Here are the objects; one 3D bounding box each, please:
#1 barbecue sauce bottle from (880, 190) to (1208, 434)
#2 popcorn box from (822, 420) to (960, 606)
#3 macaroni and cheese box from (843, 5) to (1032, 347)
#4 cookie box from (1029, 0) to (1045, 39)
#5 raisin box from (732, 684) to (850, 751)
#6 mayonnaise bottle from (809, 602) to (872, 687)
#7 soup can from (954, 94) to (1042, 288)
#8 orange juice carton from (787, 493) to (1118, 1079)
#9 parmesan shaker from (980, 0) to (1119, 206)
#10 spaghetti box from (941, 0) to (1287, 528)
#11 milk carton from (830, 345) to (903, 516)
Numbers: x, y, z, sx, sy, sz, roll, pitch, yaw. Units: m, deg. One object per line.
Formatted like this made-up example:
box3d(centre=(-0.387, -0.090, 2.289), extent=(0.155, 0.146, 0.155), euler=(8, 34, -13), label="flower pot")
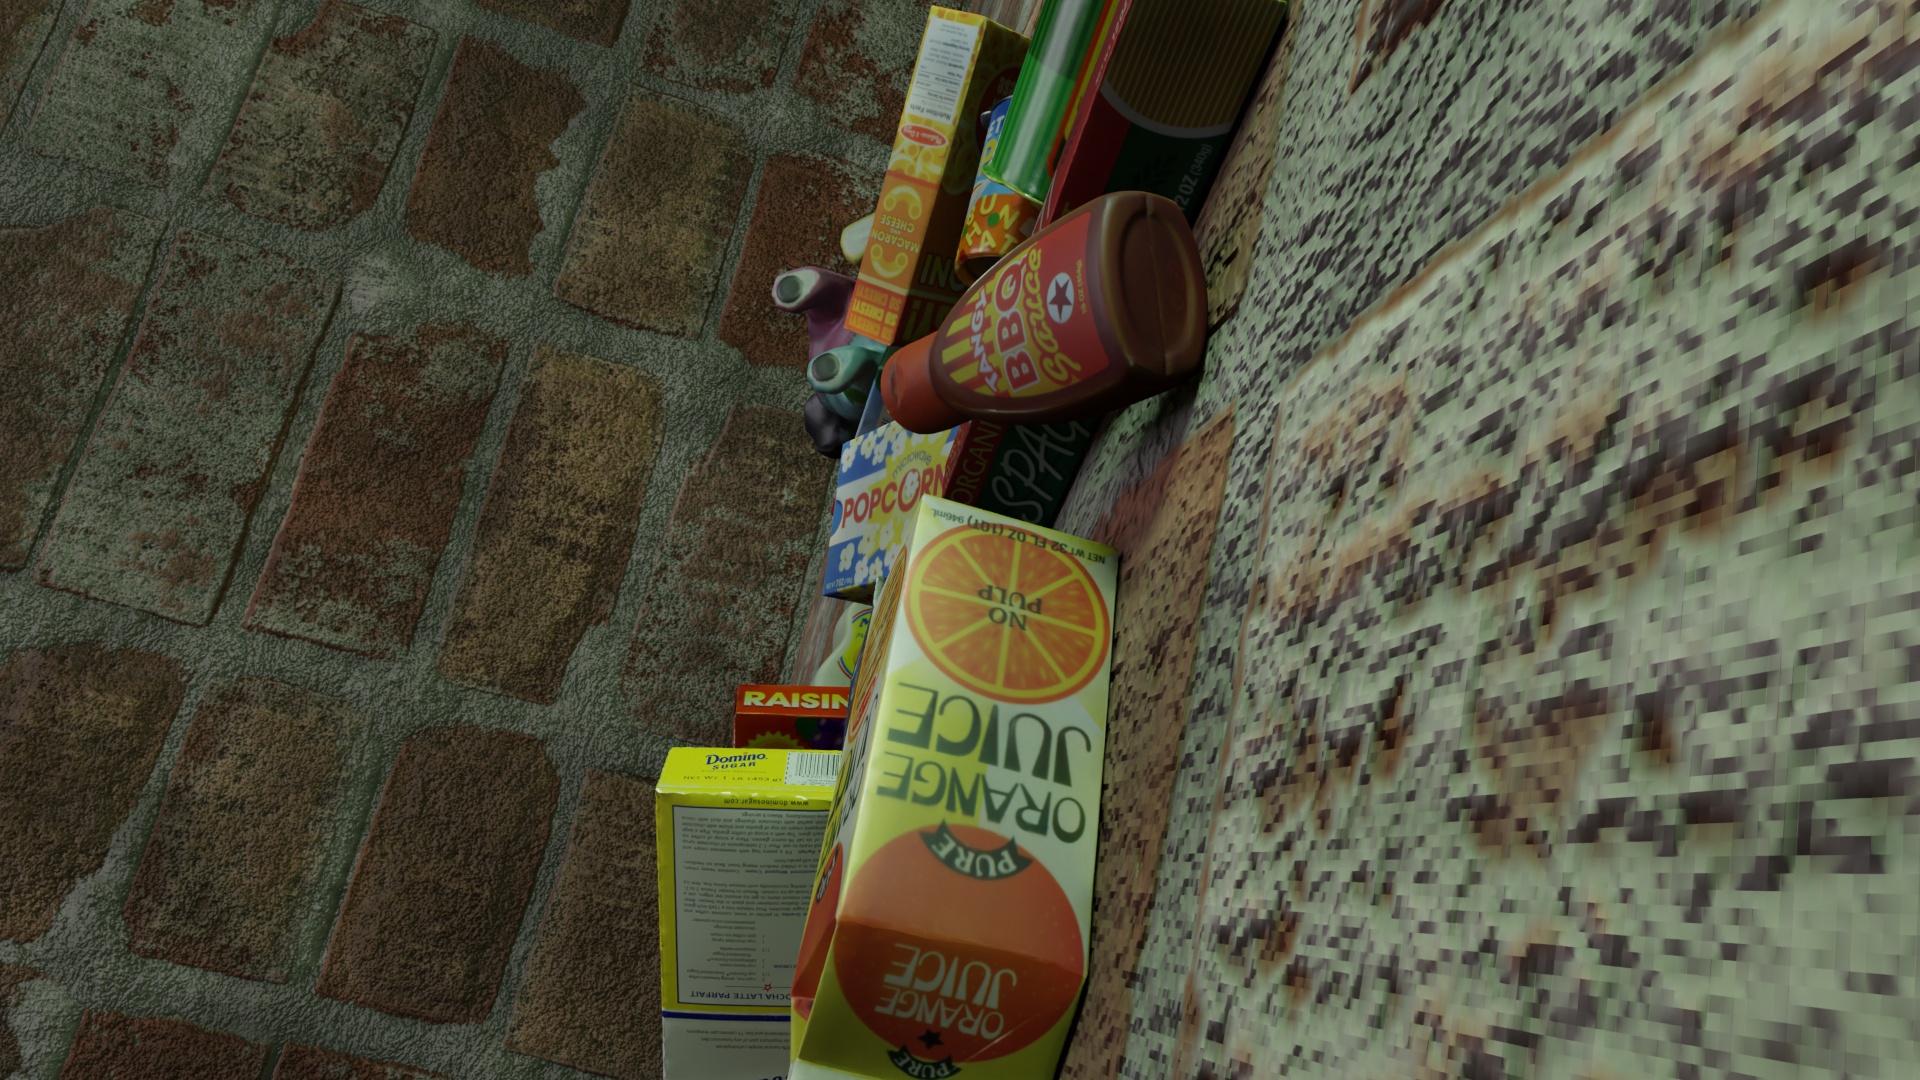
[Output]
box3d(centre=(0.022, -0.069, 0.486), extent=(0.148, 0.044, 0.065), euler=(-14, 79, 58), label="barbecue sauce bottle")
box3d(centre=(-0.018, -0.017, 0.678), extent=(0.126, 0.038, 0.085), euler=(-16, 64, 56), label="popcorn box")
box3d(centre=(0.012, -0.182, 0.741), extent=(0.124, 0.040, 0.166), euler=(-2, -67, -54), label="macaroni and cheese box")
box3d(centre=(0.061, -0.293, 0.862), extent=(0.123, 0.040, 0.166), euler=(-85, 13, -54), label="cookie box")
box3d(centre=(-0.093, 0.148, 0.826), extent=(0.040, 0.086, 0.123), euler=(-102, 16, -68), label="raisin box")
box3d(centre=(-0.056, 0.071, 0.901), extent=(0.149, 0.065, 0.041), euler=(-78, 9, -54), label="mayonnaise bottle")
box3d(centre=(0.035, -0.161, 0.667), extent=(0.071, 0.071, 0.084), euler=(139, 146, -76), label="soup can")
box3d(centre=(-0.002, 0.087, 0.430), extent=(0.072, 0.072, 0.194), euler=(115, 168, -50), label="orange juice carton")
box3d(centre=(0.057, -0.194, 0.578), extent=(0.072, 0.071, 0.102), euler=(-87, 15, -59), label="parmesan shaker")
box3d(centre=(0.049, -0.100, 0.528), extent=(0.029, 0.050, 0.248), euler=(-82, 10, -48), label="spaghetti box")
box3d(centre=(-0.031, -0.060, 0.905), extent=(0.189, 0.073, 0.073), euler=(115, 176, -51), label="milk carton")
